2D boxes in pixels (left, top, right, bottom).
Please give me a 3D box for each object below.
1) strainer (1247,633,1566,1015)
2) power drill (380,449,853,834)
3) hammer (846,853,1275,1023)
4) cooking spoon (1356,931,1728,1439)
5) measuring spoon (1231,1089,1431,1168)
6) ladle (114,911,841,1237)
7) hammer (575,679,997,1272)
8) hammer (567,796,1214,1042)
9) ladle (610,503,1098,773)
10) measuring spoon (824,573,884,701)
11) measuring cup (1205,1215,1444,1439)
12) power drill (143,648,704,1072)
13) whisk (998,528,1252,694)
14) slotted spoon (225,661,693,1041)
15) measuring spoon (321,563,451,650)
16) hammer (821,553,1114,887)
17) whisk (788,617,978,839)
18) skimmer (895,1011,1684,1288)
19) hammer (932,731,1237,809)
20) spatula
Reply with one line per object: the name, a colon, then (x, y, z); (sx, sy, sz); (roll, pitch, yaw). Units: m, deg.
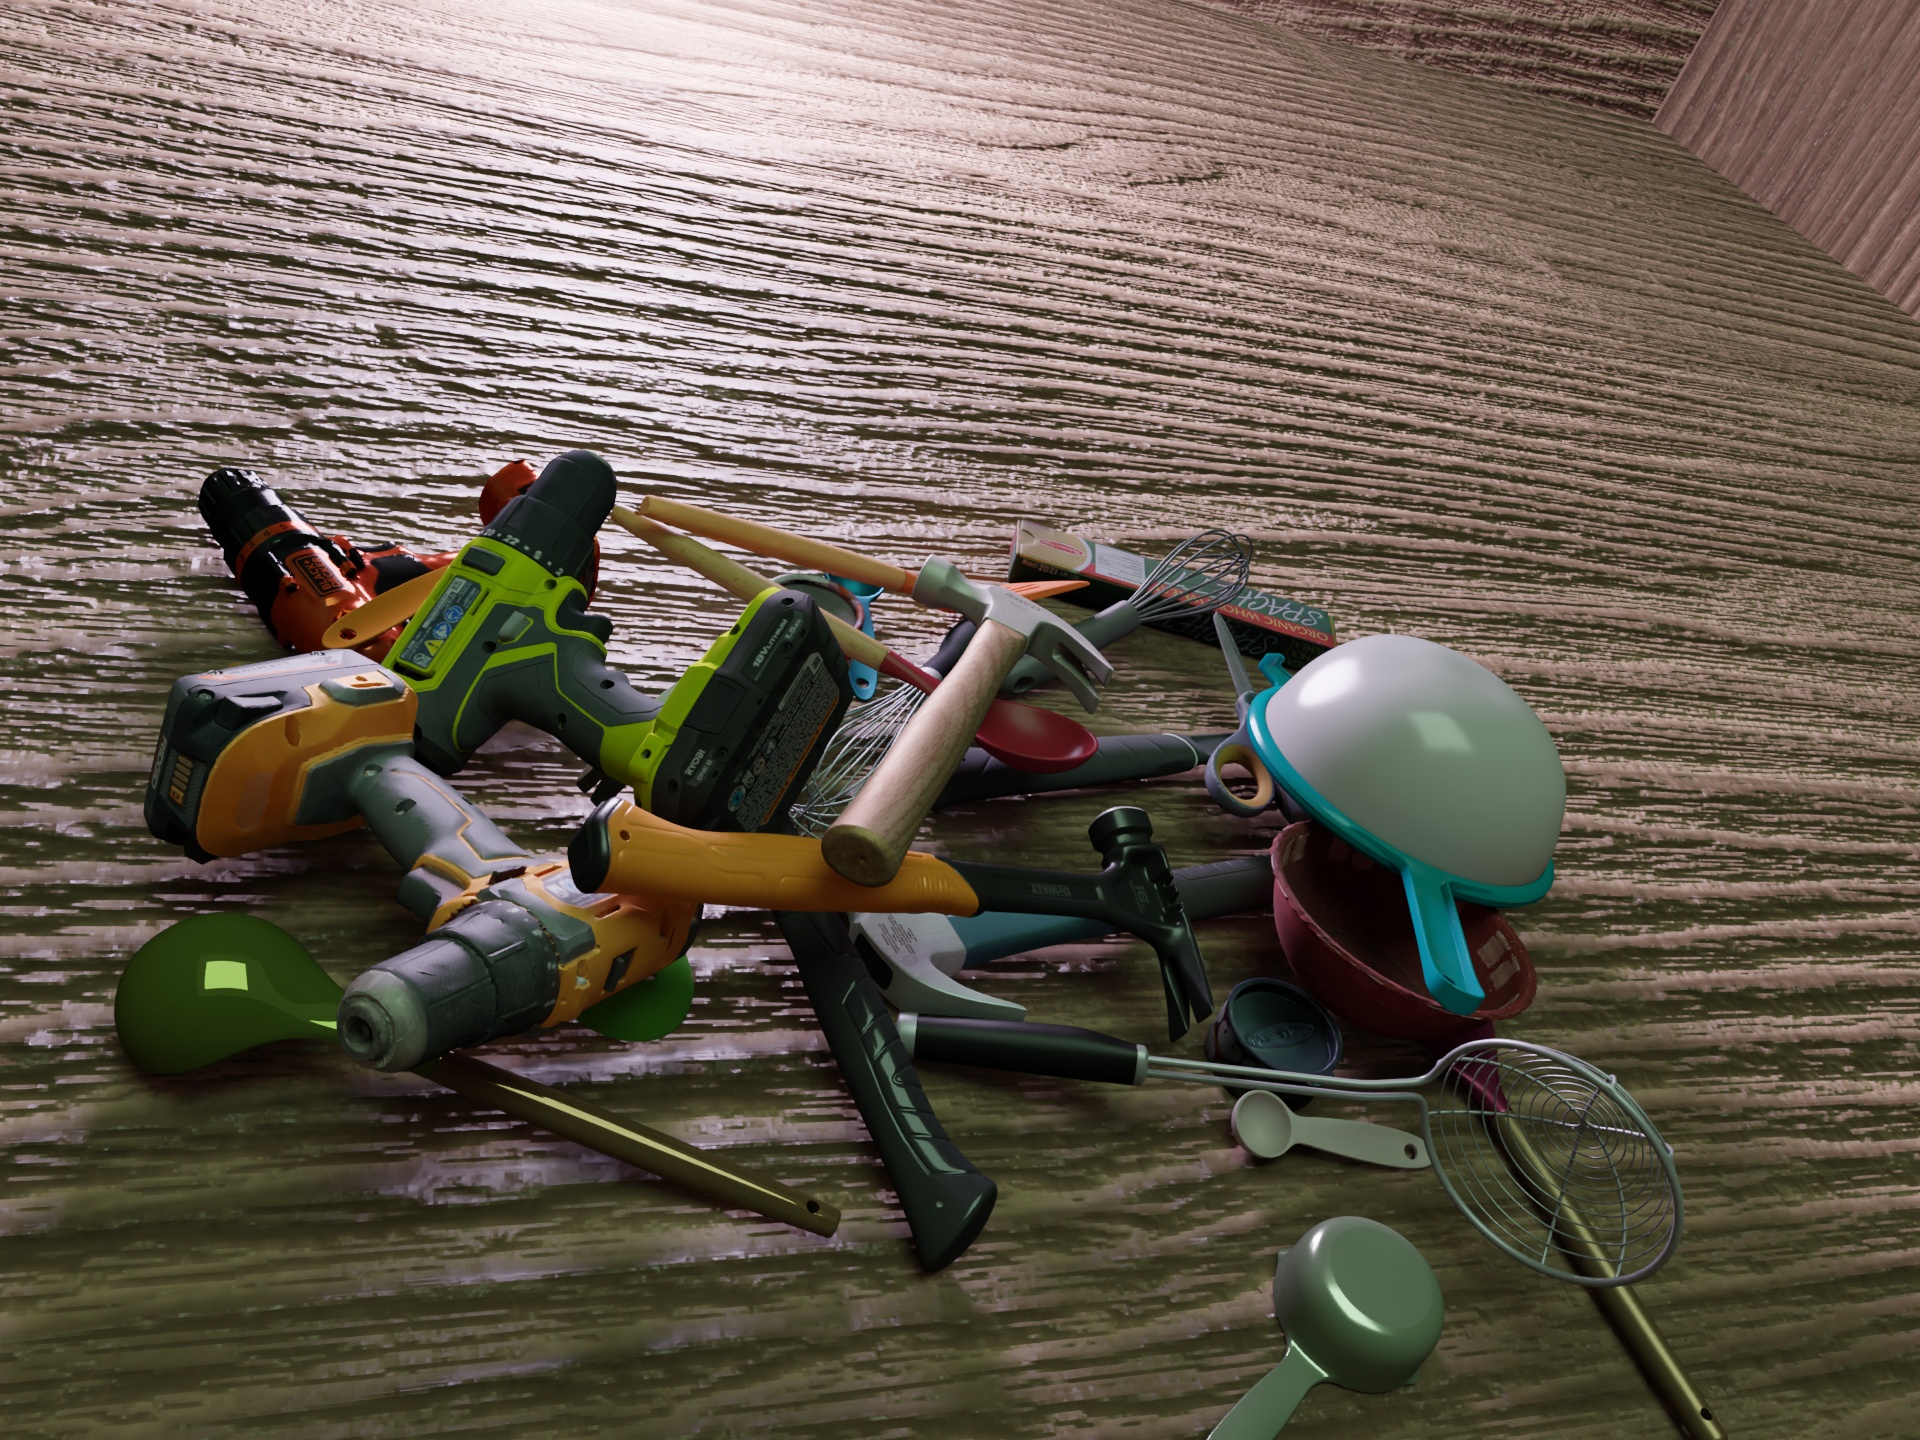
strainer: (0.280, 0.038, 0.913); (0.211, 0.095, 0.340); (25, 26, -3)
power drill: (-0.175, -0.038, 0.813); (0.229, 0.080, 0.191); (21, 69, 23)
hammer: (0.090, 0.105, 0.897); (0.331, 0.033, 0.128); (-6, 45, -32)
cooking spoon: (0.304, 0.236, 0.854); (0.068, 0.017, 0.319); (-4, 44, -23)
measuring spoon: (0.192, 0.219, 0.827); (0.124, 0.018, 0.034); (15, 58, -19)
ladle: (-0.204, 0.165, 0.687); (0.320, 0.062, 0.078); (24, 39, -8)
hammer: (-0.076, 0.109, 0.779); (0.146, 0.035, 0.335); (-27, 61, -3)
hammer: (-0.021, 0.084, 0.750); (0.336, 0.034, 0.127); (10, 49, -35)
ladle: (-0.066, -0.047, 0.916); (0.315, 0.031, 0.069); (29, 26, 6)
measuring spoon: (-0.069, -0.057, 1.035); (0.042, 0.021, 0.129); (9, 49, -18)
measuring cup: (0.159, 0.281, 0.711); (0.083, 0.038, 0.167); (41, 39, 23)
power drill: (-0.247, 0.060, 0.684); (0.226, 0.084, 0.185); (30, 21, 16)
whisk: (0.115, -0.073, 1.087); (0.239, 0.055, 0.055); (-29, 59, -29)
slotted spoon: (-0.259, 0.055, 0.796); (0.314, 0.031, 0.070); (33, 43, 16)
measuring spoon: (-0.294, -0.064, 0.856); (0.021, 0.011, 0.117); (40, 48, 11)
hammer: (-0.001, -0.003, 0.825); (0.130, 0.031, 0.331); (25, 27, 3)
whisk: (-0.036, -0.007, 0.956); (0.070, 0.070, 0.285); (28, 33, 9)
skimmer: (0.145, 0.191, 0.754); (0.363, 0.127, 0.090); (7, 33, 2)
hammer: (0.157, 0.023, 1.028); (0.408, 0.036, 0.149); (-5, 46, -30)
spatula: (-0.057, -0.104, 1.009); (0.322, 0.041, 0.081); (13, -6, -39)
